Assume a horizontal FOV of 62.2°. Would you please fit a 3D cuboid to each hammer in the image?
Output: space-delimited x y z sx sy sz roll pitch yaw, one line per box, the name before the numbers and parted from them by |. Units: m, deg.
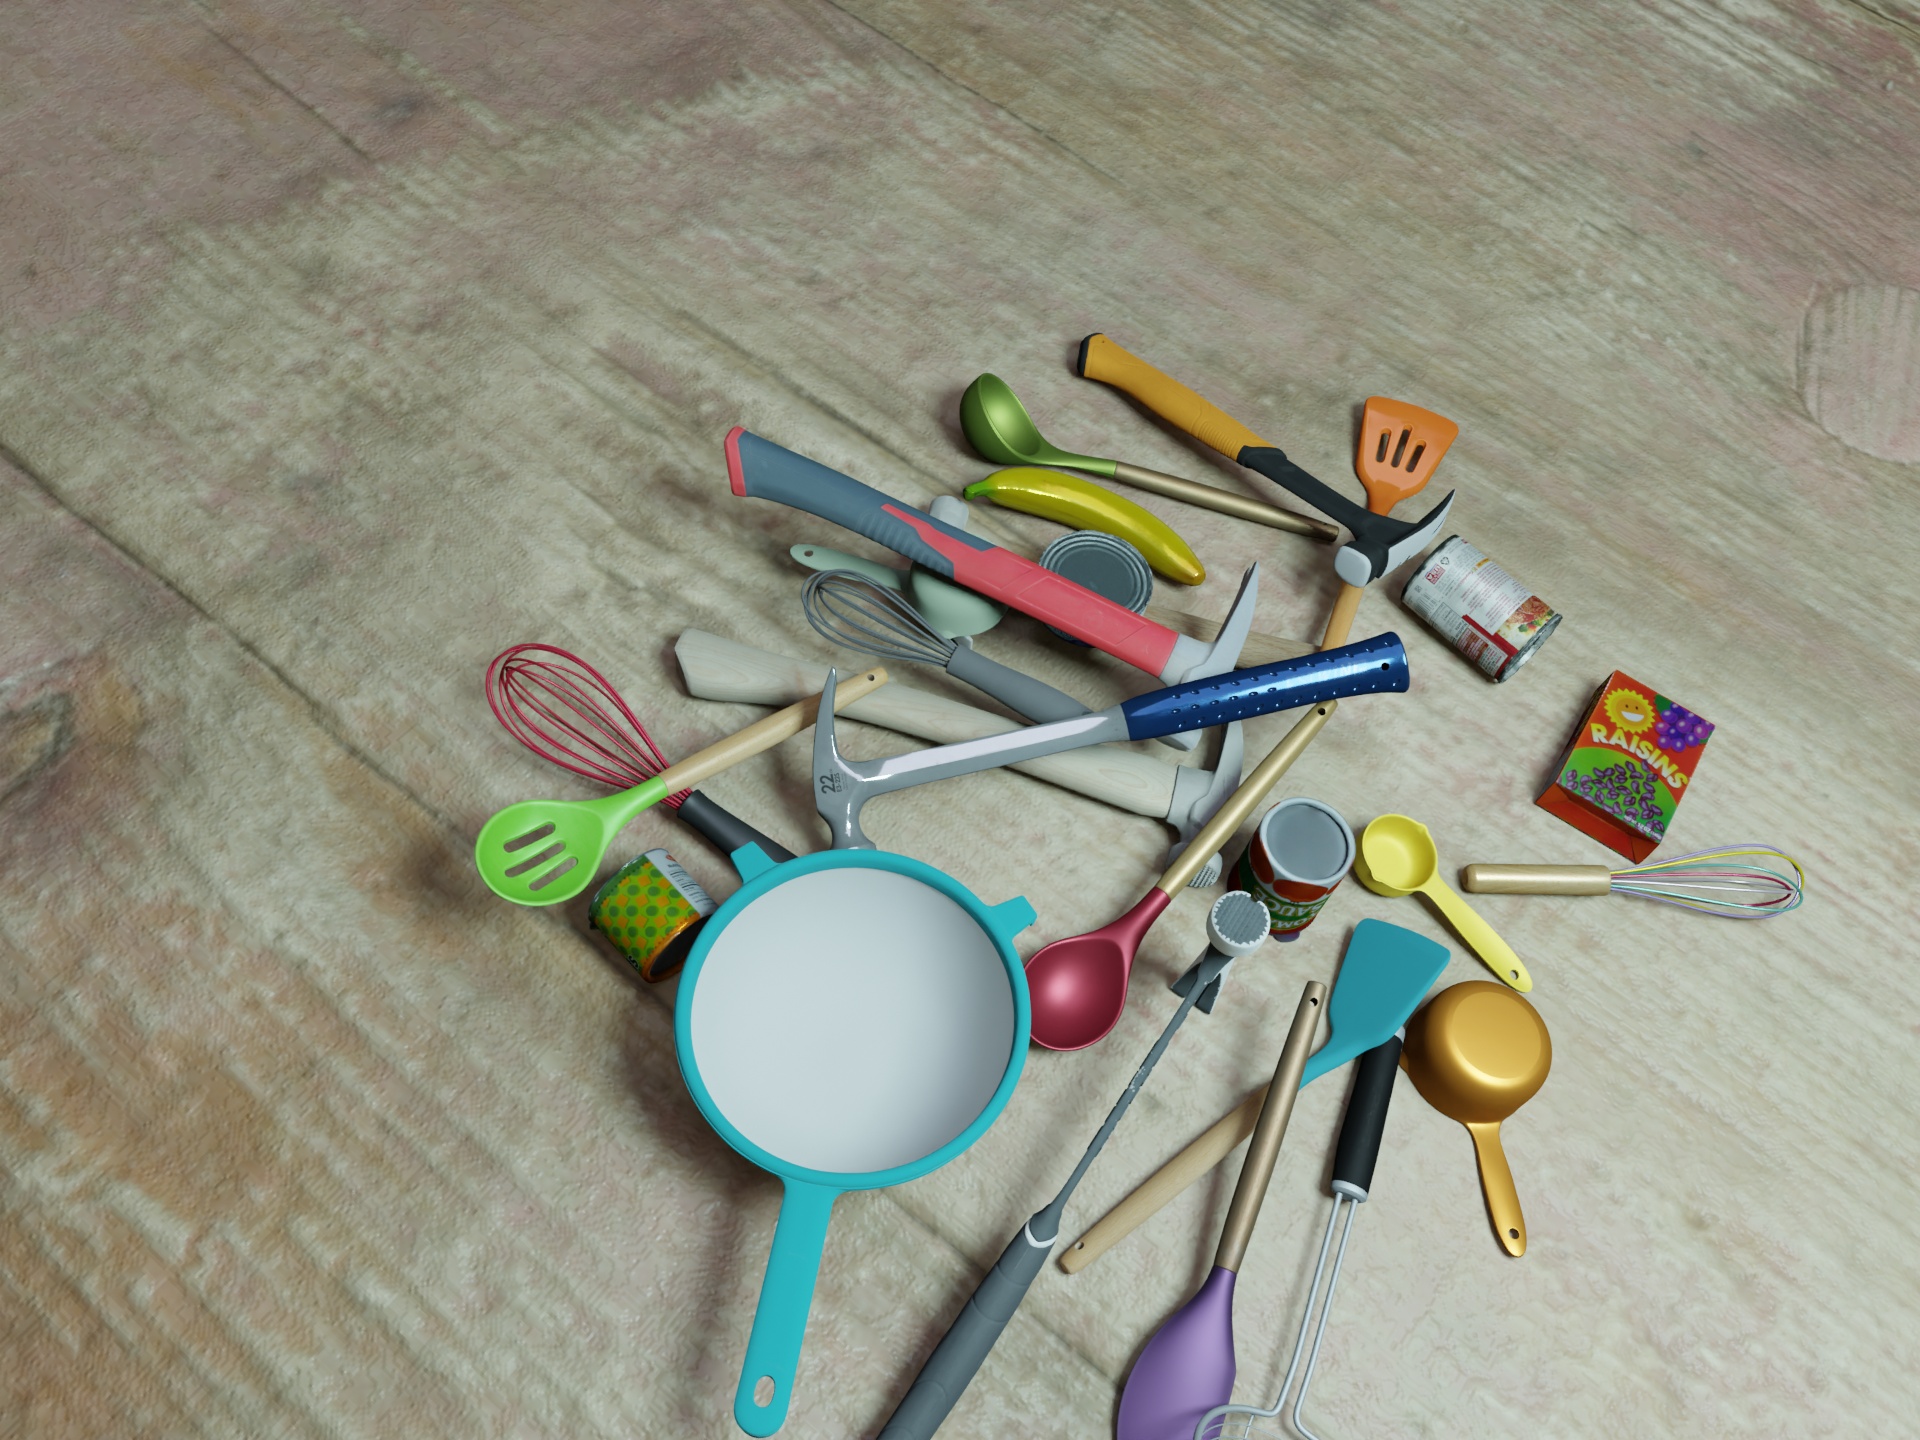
hammer | 0.017 -0.124 1.115 0.386 0.038 0.143 26 80 0
hammer | 0.098 -0.002 1.066 0.405 0.035 0.144 -13 86 -3
hammer | -0.002 -0.004 1.137 0.410 0.038 0.146 16 57 3
hammer | 0.056 0.284 0.935 0.036 0.149 0.409 33 69 13
hammer | 0.227 -0.225 1.270 0.127 0.034 0.337 -32 57 -32
hammer | 0.122 -0.075 1.200 0.331 0.031 0.130 15 58 1

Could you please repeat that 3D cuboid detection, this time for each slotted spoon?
slotted spoon | -0.173 0.034 1.042 0.314 0.031 0.070 -29 79 -30

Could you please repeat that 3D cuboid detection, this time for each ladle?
ladle | 0.150 0.095 1.060 0.069 0.031 0.315 42 76 9
ladle | 0.152 -0.203 1.269 0.320 0.062 0.078 16 38 -1

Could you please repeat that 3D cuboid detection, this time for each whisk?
whisk | -0.199 0.045 1.072 0.296 0.073 0.073 36 61 6
whisk | -0.005 -0.041 1.115 0.239 0.055 0.055 27 59 5
whisk | 0.478 0.118 1.127 0.245 0.047 0.051 1 48 -2

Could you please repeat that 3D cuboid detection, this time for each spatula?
spatula | 0.182 0.239 1.008 0.317 0.044 0.082 -34 26 -21
spatula | 0.164 0.302 0.950 0.060 0.018 0.316 22 71 6
spatula | 0.320 -0.141 1.247 0.081 0.041 0.323 21 51 9

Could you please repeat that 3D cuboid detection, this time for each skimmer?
skimmer | 0.228 0.325 0.930 0.127 0.090 0.363 27 56 -2

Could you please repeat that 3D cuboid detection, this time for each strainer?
strainer | -0.077 0.246 0.943 0.211 0.095 0.341 11 60 2

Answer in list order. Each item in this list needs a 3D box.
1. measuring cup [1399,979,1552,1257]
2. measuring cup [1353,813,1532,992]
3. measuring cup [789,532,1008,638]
measuring cup | 0.344 0.249 1.018 0.095 0.052 0.174 0 57 -7
measuring cup | 0.336 0.133 1.111 0.062 0.029 0.156 -39 82 -26
measuring cup | -0.044 -0.113 1.160 0.167 0.038 0.083 14 59 3
